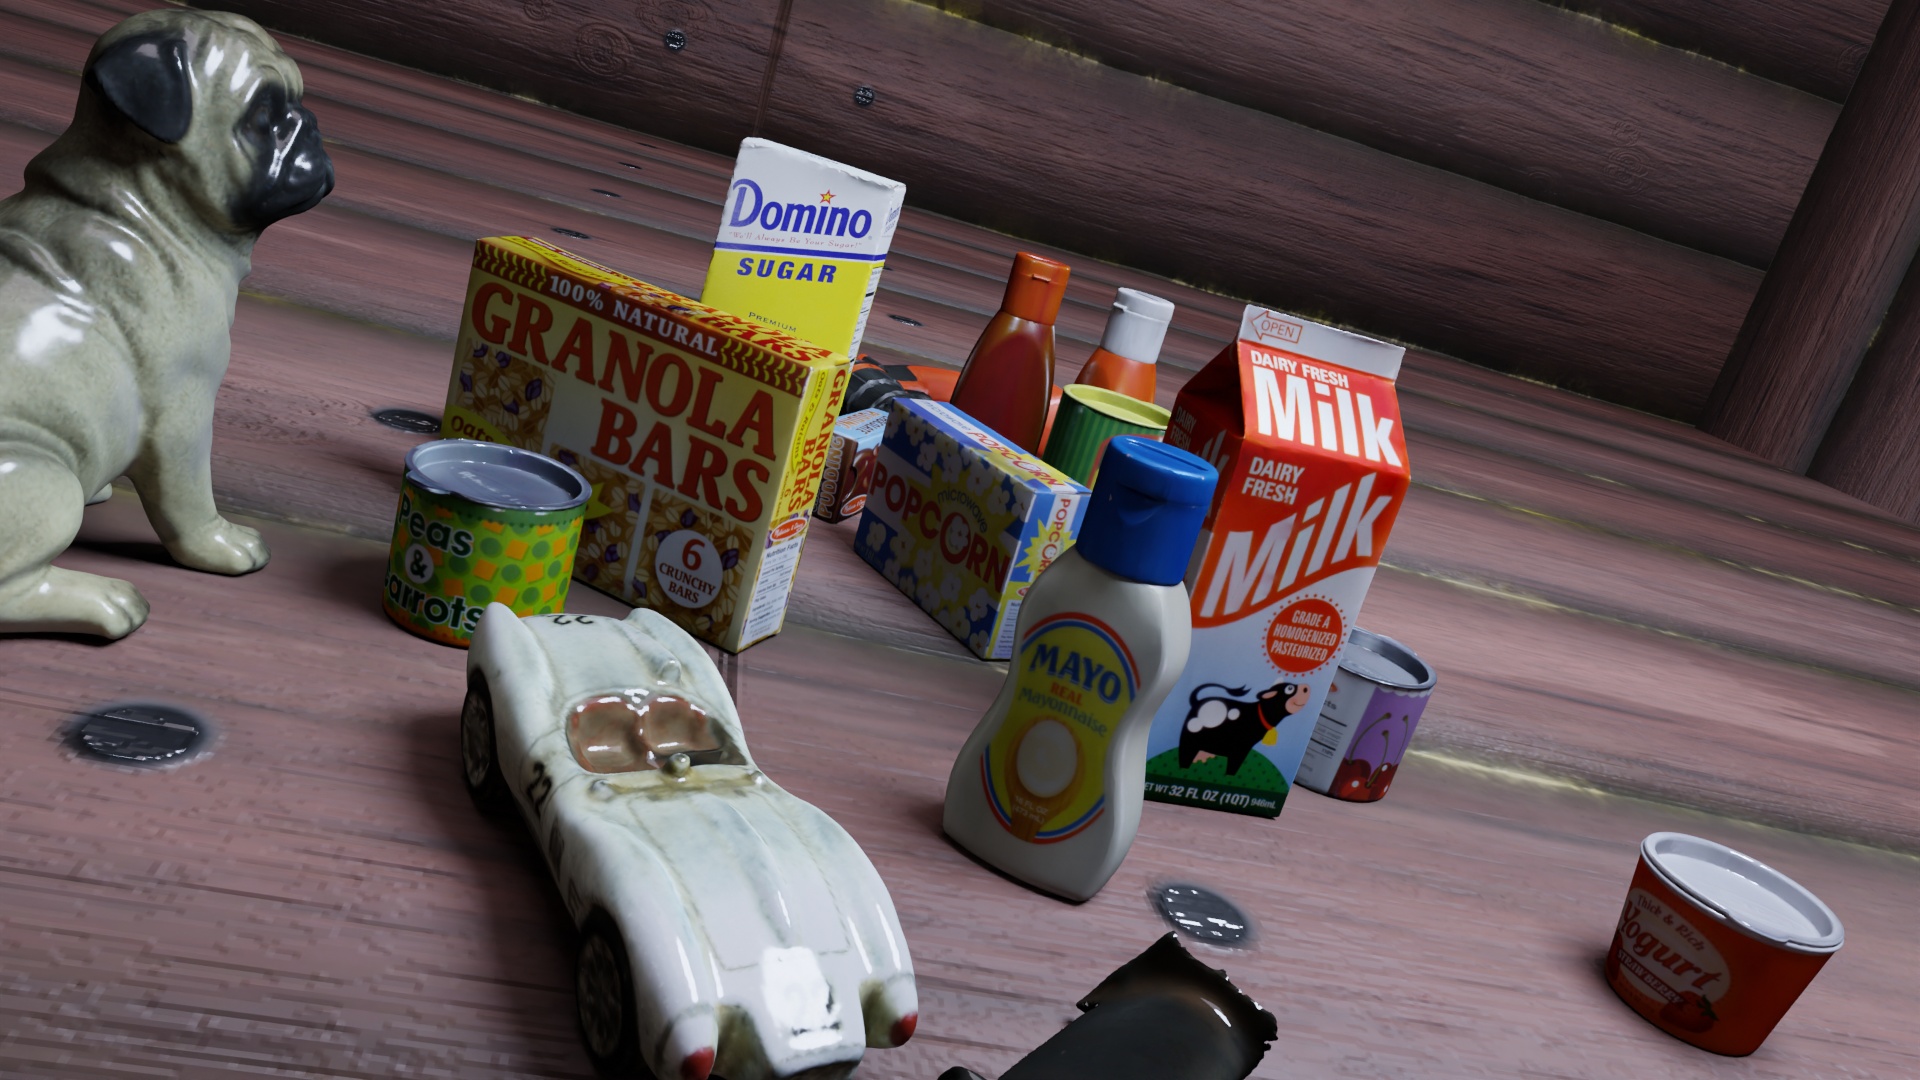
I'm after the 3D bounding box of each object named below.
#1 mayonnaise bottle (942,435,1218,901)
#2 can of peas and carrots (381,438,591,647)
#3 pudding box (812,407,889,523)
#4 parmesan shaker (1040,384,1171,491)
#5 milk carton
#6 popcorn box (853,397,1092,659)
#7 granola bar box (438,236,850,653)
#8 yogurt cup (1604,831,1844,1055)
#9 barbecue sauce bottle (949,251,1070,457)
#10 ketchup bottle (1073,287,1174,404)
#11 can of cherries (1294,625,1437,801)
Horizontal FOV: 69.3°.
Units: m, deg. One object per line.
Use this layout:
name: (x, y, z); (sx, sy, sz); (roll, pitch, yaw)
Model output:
mayonnaise bottle: (0.043, 0.040, 0.453); (0.065, 0.147, 0.041); (23, 18, 19)
can of peas and carrots: (-0.178, 0.001, 0.516); (0.071, 0.058, 0.071); (15, 17, -5)
pudding box: (-0.059, -0.044, 0.777); (0.030, 0.049, 0.084); (21, 18, 14)
parmesan shaker: (0.074, -0.025, 0.755); (0.071, 0.102, 0.071); (15, 17, -5)
milk carton: (0.113, 0.006, 0.551); (0.072, 0.189, 0.074); (12, 18, -16)
popcorn box: (0.002, -0.008, 0.668); (0.038, 0.085, 0.127); (3, 22, -38)
granola bar box: (-0.137, -0.043, 0.580); (0.166, 0.123, 0.039); (23, 18, 18)
yogurt cup: (0.270, 0.145, 0.499); (0.072, 0.053, 0.072); (15, 17, -5)
barbecue sauce bottle: (0.032, -0.110, 0.898); (0.065, 0.148, 0.044); (15, 17, -5)
ketchup bottle: (0.092, -0.081, 0.865); (0.043, 0.148, 0.065); (4, 21, -36)
can of cherries: (0.170, 0.074, 0.616); (0.071, 0.058, 0.072); (15, 17, -5)
